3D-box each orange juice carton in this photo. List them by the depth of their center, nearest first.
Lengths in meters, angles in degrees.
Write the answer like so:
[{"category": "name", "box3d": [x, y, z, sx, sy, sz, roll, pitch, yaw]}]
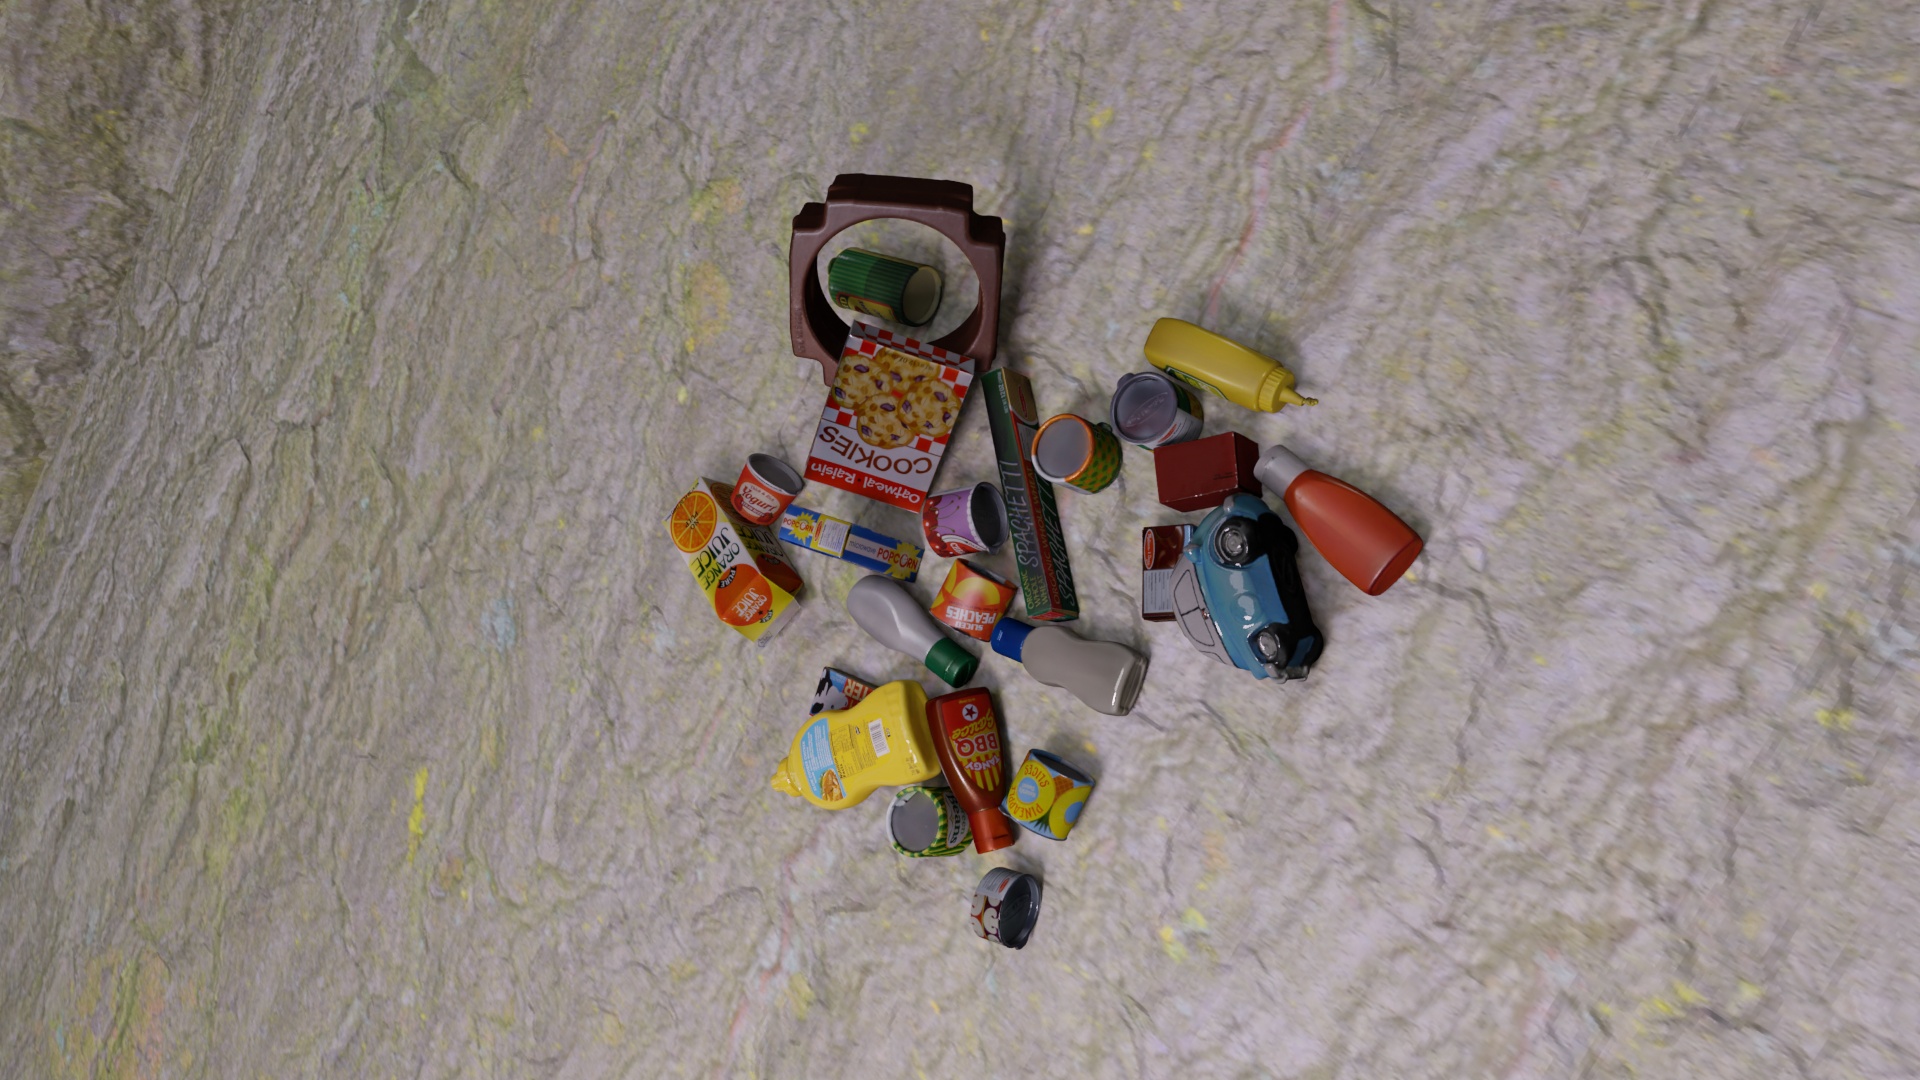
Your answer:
[{"category": "orange juice carton", "box3d": [-0.236, 0.026, 1.488, 0.071, 0.073, 0.193, -46, 59, 17]}]

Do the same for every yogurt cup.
[{"category": "yogurt cup", "box3d": [-0.211, -0.053, 1.495, 0.072, 0.072, 0.053, 50, 116, 31]}]

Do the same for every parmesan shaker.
[{"category": "parmesan shaker", "box3d": [-0.080, -0.264, 1.445, 0.103, 0.071, 0.071, 21, 93, 35]}]

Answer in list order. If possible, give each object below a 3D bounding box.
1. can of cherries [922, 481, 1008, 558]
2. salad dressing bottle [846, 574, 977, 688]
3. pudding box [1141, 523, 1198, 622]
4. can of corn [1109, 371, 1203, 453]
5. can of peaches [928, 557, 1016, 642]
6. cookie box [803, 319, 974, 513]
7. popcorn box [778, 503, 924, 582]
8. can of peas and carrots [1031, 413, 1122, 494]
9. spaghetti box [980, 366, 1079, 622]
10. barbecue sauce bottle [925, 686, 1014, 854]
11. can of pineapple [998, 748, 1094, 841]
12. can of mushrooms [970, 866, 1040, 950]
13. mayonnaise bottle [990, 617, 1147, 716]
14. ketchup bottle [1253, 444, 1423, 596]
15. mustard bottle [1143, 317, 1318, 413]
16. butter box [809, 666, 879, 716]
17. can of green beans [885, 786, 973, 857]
[{"category": "can of cherries", "box3d": [0.005, -0.017, 1.337, 0.058, 0.071, 0.071, -11, 74, 32]}, {"category": "salad dressing bottle", "box3d": [-0.047, 0.090, 1.361, 0.148, 0.044, 0.064, 36, 134, 29]}, {"category": "pudding box", "box3d": [0.188, 0.029, 1.226, 0.049, 0.030, 0.084, -6, 77, 34]}, {"category": "can of corn", "box3d": [0.175, -0.114, 1.248, 0.071, 0.058, 0.071, -8, 76, 33]}, {"category": "can of peaches", "box3d": [0.013, 0.056, 1.315, 0.071, 0.071, 0.058, 32, 98, 34]}, {"category": "cookie box", "box3d": [-0.071, -0.118, 1.350, 0.040, 0.123, 0.166, -85, 15, -57]}, {"category": "popcorn box", "box3d": [-0.107, 0.003, 1.373, 0.085, 0.126, 0.038, 16, 87, 35]}, {"category": "can of peas and carrots", "box3d": [0.109, -0.082, 1.286, 0.071, 0.059, 0.071, -7, 77, 33]}, {"category": "spaghetti box", "box3d": [0.065, -0.044, 1.313, 0.028, 0.050, 0.250, -22, 69, 31]}, {"category": "barbecue sauce bottle", "box3d": [0.014, 0.214, 1.288, 0.043, 0.065, 0.149, -37, 65, 60]}, {"category": "can of pineapple", "box3d": [0.077, 0.225, 1.236, 0.071, 0.071, 0.058, 30, 97, 35]}, {"category": "can of mushrooms", "box3d": [0.041, 0.329, 1.242, 0.033, 0.071, 0.071, 8, 85, 35]}, {"category": "mayonnaise bottle", "box3d": [0.095, 0.108, 1.267, 0.148, 0.041, 0.064, 20, 90, 36]}, {"category": "ketchup bottle", "box3d": [0.306, -0.023, 1.149, 0.064, 0.043, 0.149, -52, 57, 13]}, {"category": "mustard bottle", "box3d": [0.238, -0.147, 1.211, 0.160, 0.065, 0.049, 29, 93, 31]}, {"category": "butter box", "box3d": [-0.103, 0.168, 1.397, 0.103, 0.024, 0.053, 19, 92, 35]}, {"category": "can of green beans", "box3d": [-0.028, 0.264, 1.305, 0.071, 0.058, 0.071, -7, 76, 33]}]
